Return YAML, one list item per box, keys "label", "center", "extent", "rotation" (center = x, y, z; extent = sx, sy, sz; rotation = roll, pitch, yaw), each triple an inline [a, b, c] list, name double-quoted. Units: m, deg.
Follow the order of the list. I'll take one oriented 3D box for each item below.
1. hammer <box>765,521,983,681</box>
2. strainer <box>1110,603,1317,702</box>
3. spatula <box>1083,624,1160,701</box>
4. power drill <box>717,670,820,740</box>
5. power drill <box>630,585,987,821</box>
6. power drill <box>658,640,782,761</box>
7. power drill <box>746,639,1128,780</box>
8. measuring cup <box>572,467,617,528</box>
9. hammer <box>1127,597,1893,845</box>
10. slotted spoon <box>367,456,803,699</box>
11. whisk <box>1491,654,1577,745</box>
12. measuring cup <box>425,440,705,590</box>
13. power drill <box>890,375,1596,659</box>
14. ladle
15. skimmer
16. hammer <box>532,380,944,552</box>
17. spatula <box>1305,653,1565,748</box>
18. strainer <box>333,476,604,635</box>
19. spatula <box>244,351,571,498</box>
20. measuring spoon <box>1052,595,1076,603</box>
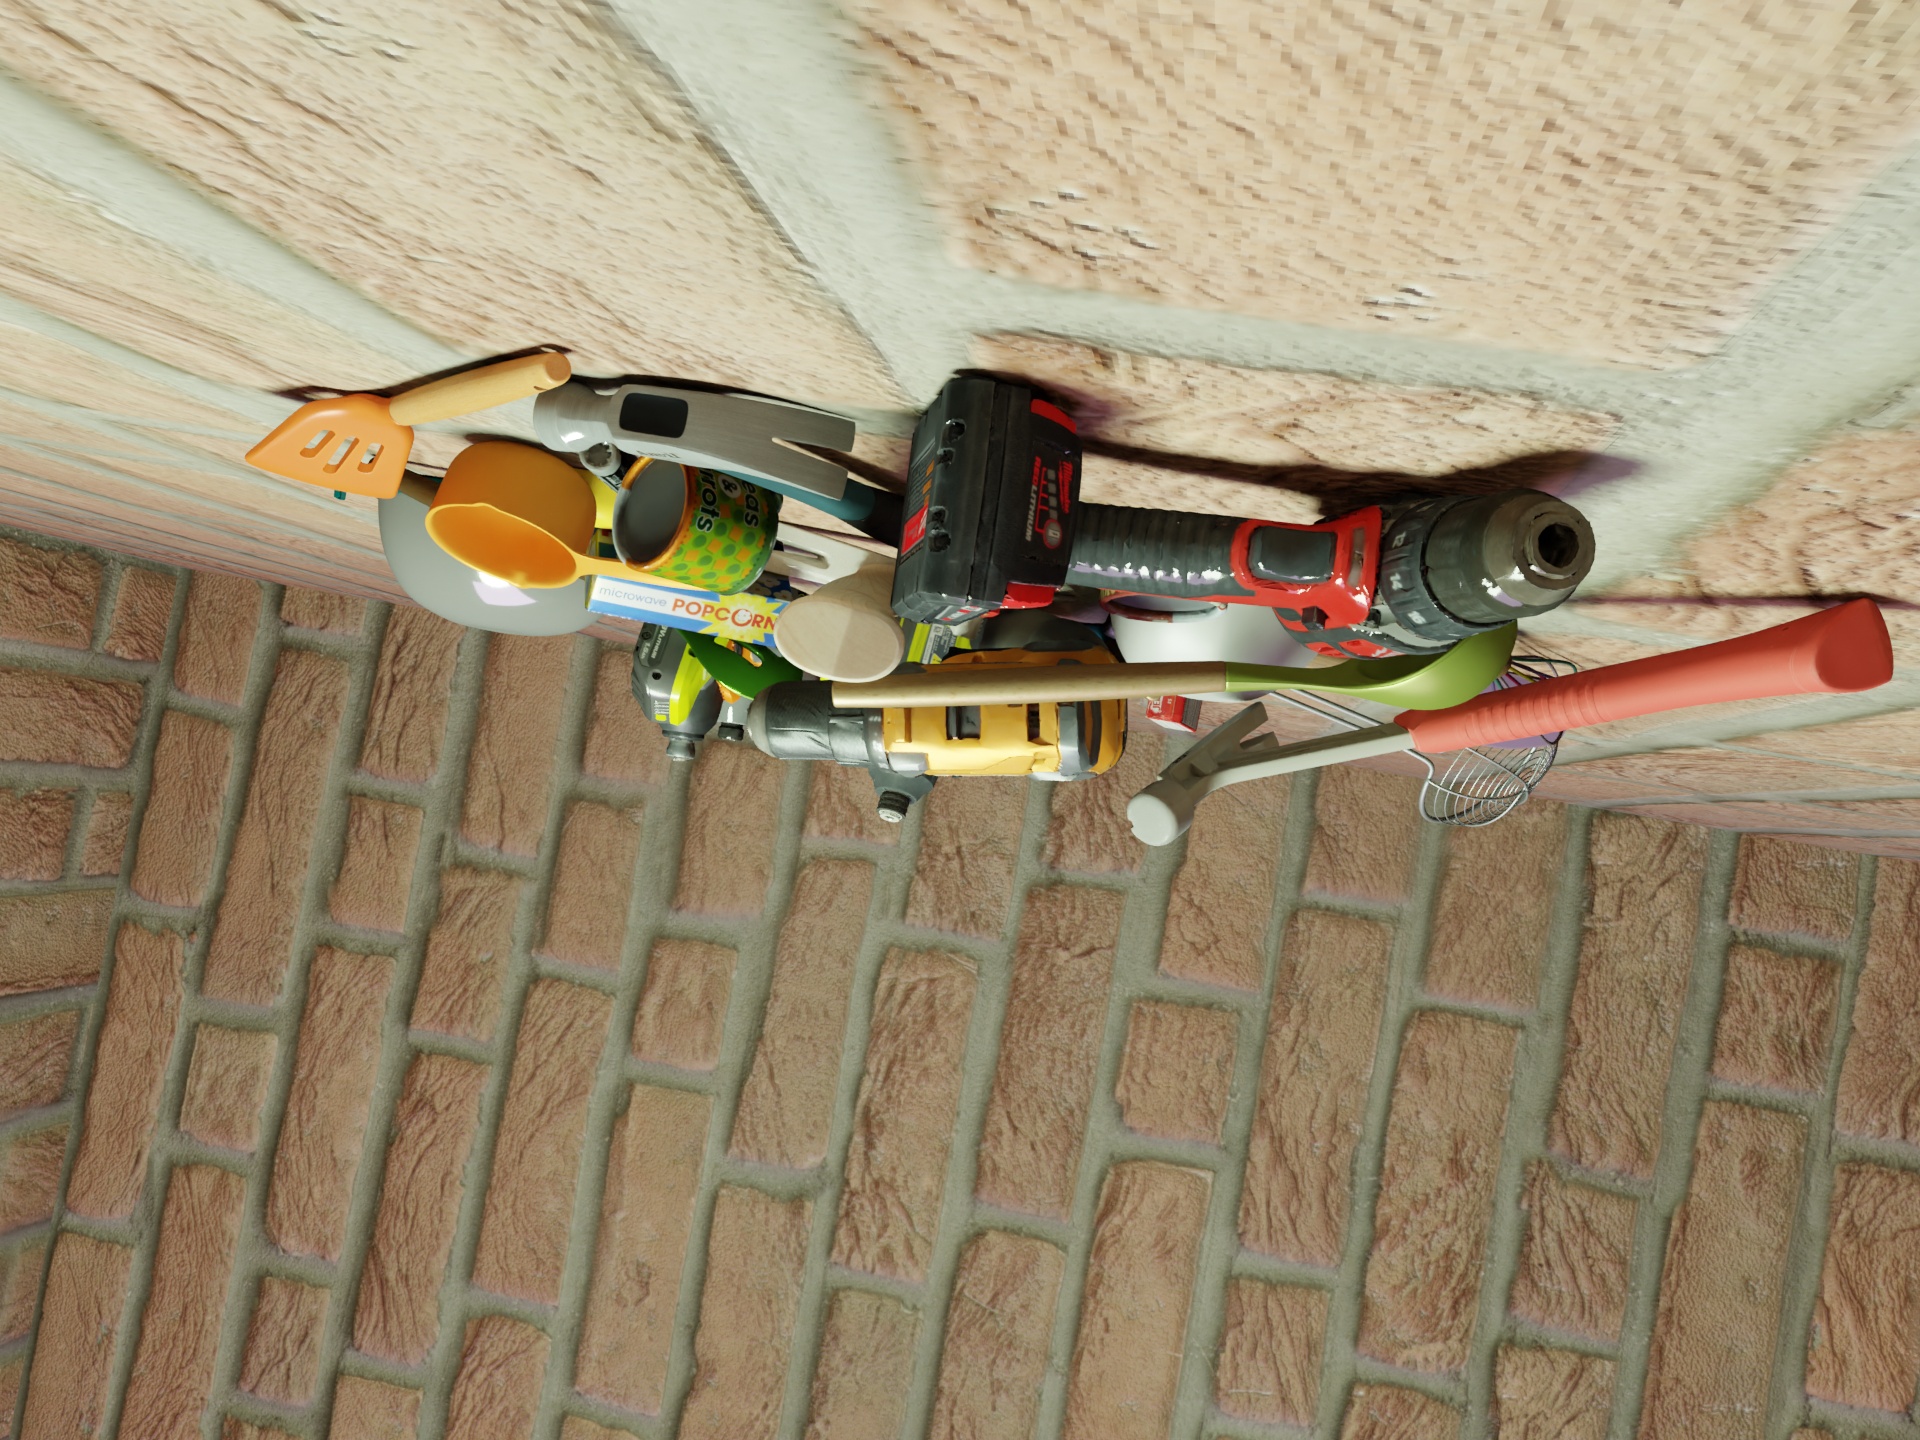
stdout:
- label: "hammer"
  center: [-0.059, -0.064, 0.820]
  extent: [0.146, 0.038, 0.411]
  rotation: [17, -172, -1]
- label: "strainer"
  center: [0.113, -0.053, 0.909]
  extent: [0.256, 0.069, 0.151]
  rotation: [10, 179, -44]
- label: "spatula"
  center: [0.118, -0.039, 1.204]
  extent: [0.082, 0.044, 0.317]
  rotation: [17, -170, -5]
- label: "power drill"
  center: [-0.100, -0.043, 1.305]
  extent: [0.219, 0.143, 0.078]
  rotation: [8, 176, -7]
- label: "power drill"
  center: [-0.106, -0.034, 1.102]
  extent: [0.223, 0.171, 0.080]
  rotation: [17, 158, -3]
- label: "power drill"
  center: [-0.121, -0.039, 1.207]
  extent: [0.226, 0.164, 0.084]
  rotation: [9, 178, -16]
- label: "power drill"
  center: [-0.001, -0.003, 0.899]
  extent: [0.185, 0.084, 0.226]
  rotation: [-1, -178, 14]
- label: "measuring cup"
  center: [-0.184, -0.123, 0.985]
  extent: [0.156, 0.029, 0.062]
  rotation: [15, 176, -36]
- label: "hammer"
  center: [0.256, -0.003, 0.780]
  extent: [0.359, 0.036, 0.149]
  rotation: [-15, -169, 44]
- label: "slotted spoon"
  center: [-0.244, -0.098, 1.038]
  extent: [0.313, 0.070, 0.031]
  rotation: [26, 140, -1]
- label: "whisk"
  center: [0.325, -0.030, 0.938]
  extent: [0.244, 0.051, 0.047]
  rotation: [20, -155, -52]
- label: "measuring cup"
  center: [-0.208, -0.110, 0.893]
  extent: [0.173, 0.052, 0.095]
  rotation: [10, 156, 1]
- label: "power drill"
  center: [0.097, -0.066, 0.587]
  extent: [0.226, 0.080, 0.188]
  rotation: [8, 179, -9]
- label: "ladle"
  center: [0.097, -0.031, 0.749]
  extent: [0.320, 0.062, 0.078]
  rotation: [-3, -160, 4]
- label: "skimmer"
  center: [0.275, -0.019, 1.178]
  extent: [0.363, 0.127, 0.090]
  rotation: [22, -152, -6]
- label: "hammer"
  center: [-0.047, -0.105, 0.783]
  extent: [0.128, 0.033, 0.330]
  rotation: [10, 179, 31]
- label: "spatula"
  center: [0.278, -0.033, 1.117]
  extent: [0.316, 0.059, 0.018]
  rotation: [14, -150, -4]
- label: "strainer"
  center: [-0.302, -0.104, 1.236]
  extent: [0.211, 0.095, 0.340]
  rotation: [9, 176, 37]
- label: "spatula"
  center: [-0.255, -0.139, 0.749]
  extent: [0.081, 0.041, 0.323]
  rotation: [12, 176, -37]
- label: "measuring spoon"
  center: [0.028, -0.092, 1.149]
  extent: [0.124, 0.018, 0.034]
  rotation: [1, 179, 30]
